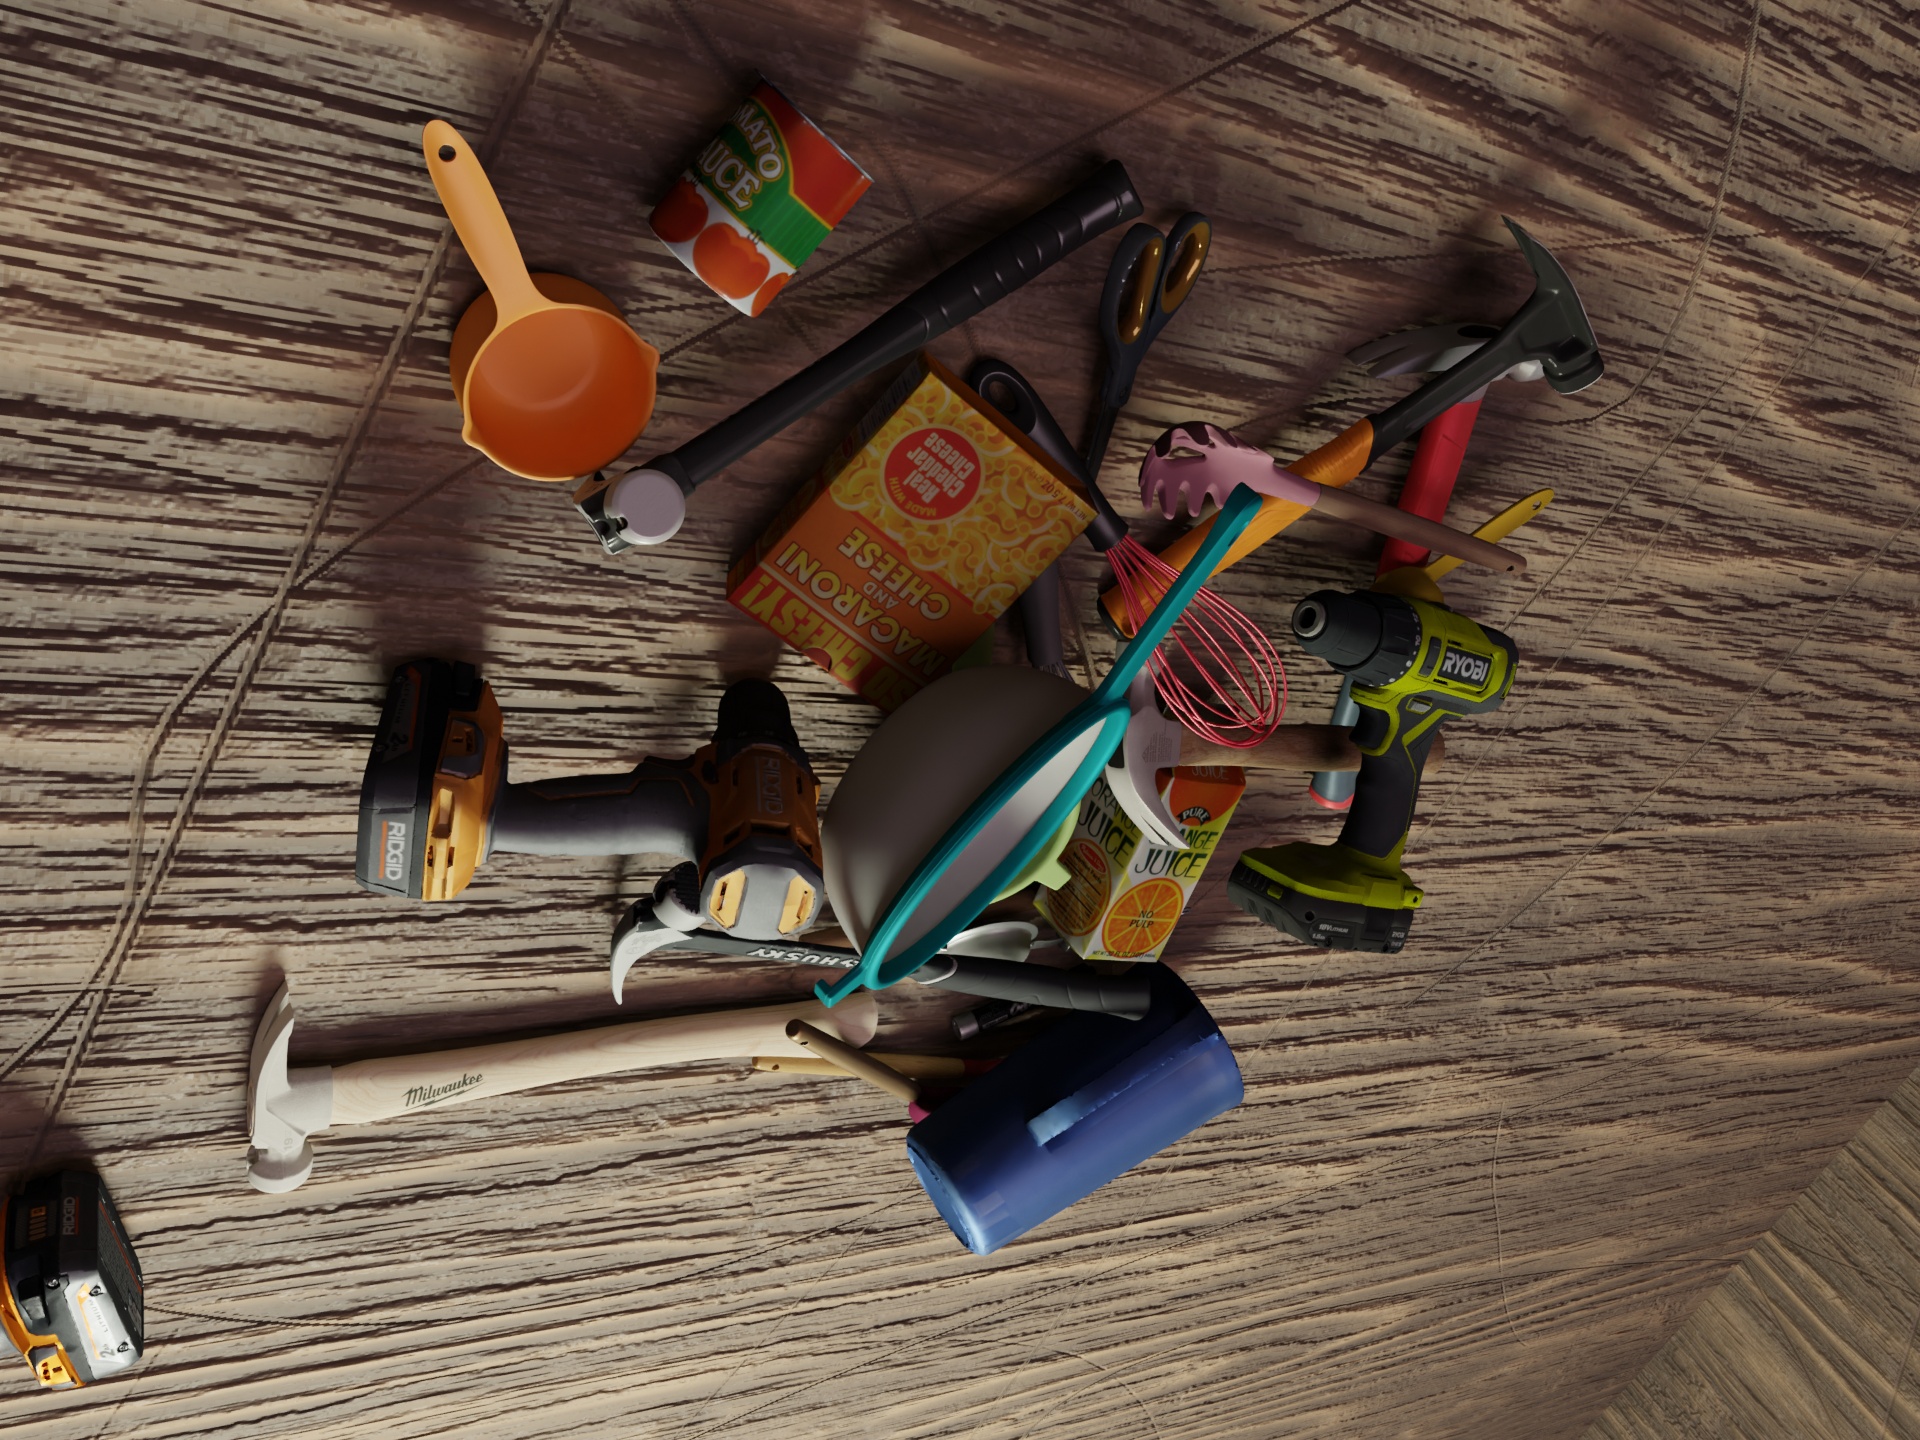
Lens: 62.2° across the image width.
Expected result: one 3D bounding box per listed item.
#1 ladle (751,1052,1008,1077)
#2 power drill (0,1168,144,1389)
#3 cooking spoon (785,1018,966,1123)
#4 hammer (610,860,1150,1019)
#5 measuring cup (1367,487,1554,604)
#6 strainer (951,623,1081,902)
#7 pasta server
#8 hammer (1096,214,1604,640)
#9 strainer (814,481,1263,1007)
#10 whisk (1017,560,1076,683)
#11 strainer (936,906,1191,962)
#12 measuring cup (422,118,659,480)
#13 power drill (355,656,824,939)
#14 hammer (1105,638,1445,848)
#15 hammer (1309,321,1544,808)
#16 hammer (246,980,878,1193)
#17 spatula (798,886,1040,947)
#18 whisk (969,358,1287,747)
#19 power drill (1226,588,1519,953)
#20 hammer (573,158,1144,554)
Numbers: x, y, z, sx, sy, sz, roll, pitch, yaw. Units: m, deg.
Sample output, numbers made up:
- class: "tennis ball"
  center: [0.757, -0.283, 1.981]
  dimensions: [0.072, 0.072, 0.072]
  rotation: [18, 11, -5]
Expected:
- class: "ladle"
  center: [-0.021, 0.266, 1.226]
  dimensions: [0.315, 0.031, 0.069]
  rotation: [11, 119, -36]
- class: "power drill"
  center: [-0.594, 0.328, 0.882]
  dimensions: [0.226, 0.084, 0.164]
  rotation: [-11, 131, -19]
- class: "cooking spoon"
  center: [-0.047, 0.270, 1.180]
  dimensions: [0.069, 0.017, 0.318]
  rotation: [-23, 147, 14]
- class: "hammer"
  center: [-0.037, 0.166, 1.052]
  dimensions: [0.408, 0.036, 0.149]
  rotation: [14, 144, -32]
- class: "measuring cup"
  center: [0.340, -0.102, 1.071]
  dimensions: [0.156, 0.029, 0.062]
  rotation: [-36, 135, 7]
- class: "strainer"
  center: [-0.002, -0.003, 0.980]
  dimensions: [0.151, 0.069, 0.256]
  rotation: [-4, 120, -12]
- class: "pasta server"
  center: [0.233, -0.123, 0.954]
  dimensions: [0.316, 0.040, 0.060]
  rotation: [12, 139, -30]
- class: "hammer"
  center: [0.223, -0.159, 0.967]
  dimensions: [0.337, 0.034, 0.127]
  rotation: [-35, 132, 13]
- class: "strainer"
  center: [0.026, -0.007, 0.856]
  dimensions: [0.340, 0.095, 0.211]
  rotation: [-54, 165, 21]
- class: "whisk"
  center: [0.056, -0.044, 0.994]
  dimensions: [0.055, 0.055, 0.238]
  rotation: [-23, 131, -14]
- class: "strainer"
  center: [0.075, 0.165, 1.187]
  dimensions: [0.258, 0.050, 0.086]
  rotation: [-8, 152, -32]
- class: "measuring cup"
  center: [-0.199, -0.190, 0.702]
  dimensions: [0.095, 0.052, 0.173]
  rotation: [-27, 134, -10]
- class: "power drill"
  center: [-0.186, 0.027, 0.838]
  dimensions: [0.226, 0.186, 0.084]
  rotation: [8, 124, -14]
- class: "hammer"
  center: [0.223, 0.020, 1.083]
  dimensions: [0.331, 0.031, 0.130]
  rotation: [3, 93, -39]
- class: "hammer"
  center: [0.290, -0.089, 1.105]
  dimensions: [0.143, 0.038, 0.386]
  rotation: [-11, 131, -23]
- class: "hammer"
  center: [-0.239, 0.210, 1.033]
  dimensions: [0.410, 0.038, 0.146]
  rotation: [-3, 126, -31]
- class: "spatula"
  center: [0.030, 0.131, 1.146]
  dimensions: [0.315, 0.018, 0.059]
  rotation: [-8, 132, -28]
- class: "whisk"
  center: [0.099, -0.092, 0.919]
  dimensions: [0.073, 0.073, 0.295]
  rotation: [-40, 114, 4]
- class: "power drill"
  center: [0.257, 0.028, 1.028]
  dimensions: [0.190, 0.080, 0.228]
  rotation: [11, 101, -39]
- class: "hammer"
  center: [-0.043, -0.182, 0.777]
  dimensions: [0.335, 0.146, 0.035]
  rotation: [-36, 108, -16]
